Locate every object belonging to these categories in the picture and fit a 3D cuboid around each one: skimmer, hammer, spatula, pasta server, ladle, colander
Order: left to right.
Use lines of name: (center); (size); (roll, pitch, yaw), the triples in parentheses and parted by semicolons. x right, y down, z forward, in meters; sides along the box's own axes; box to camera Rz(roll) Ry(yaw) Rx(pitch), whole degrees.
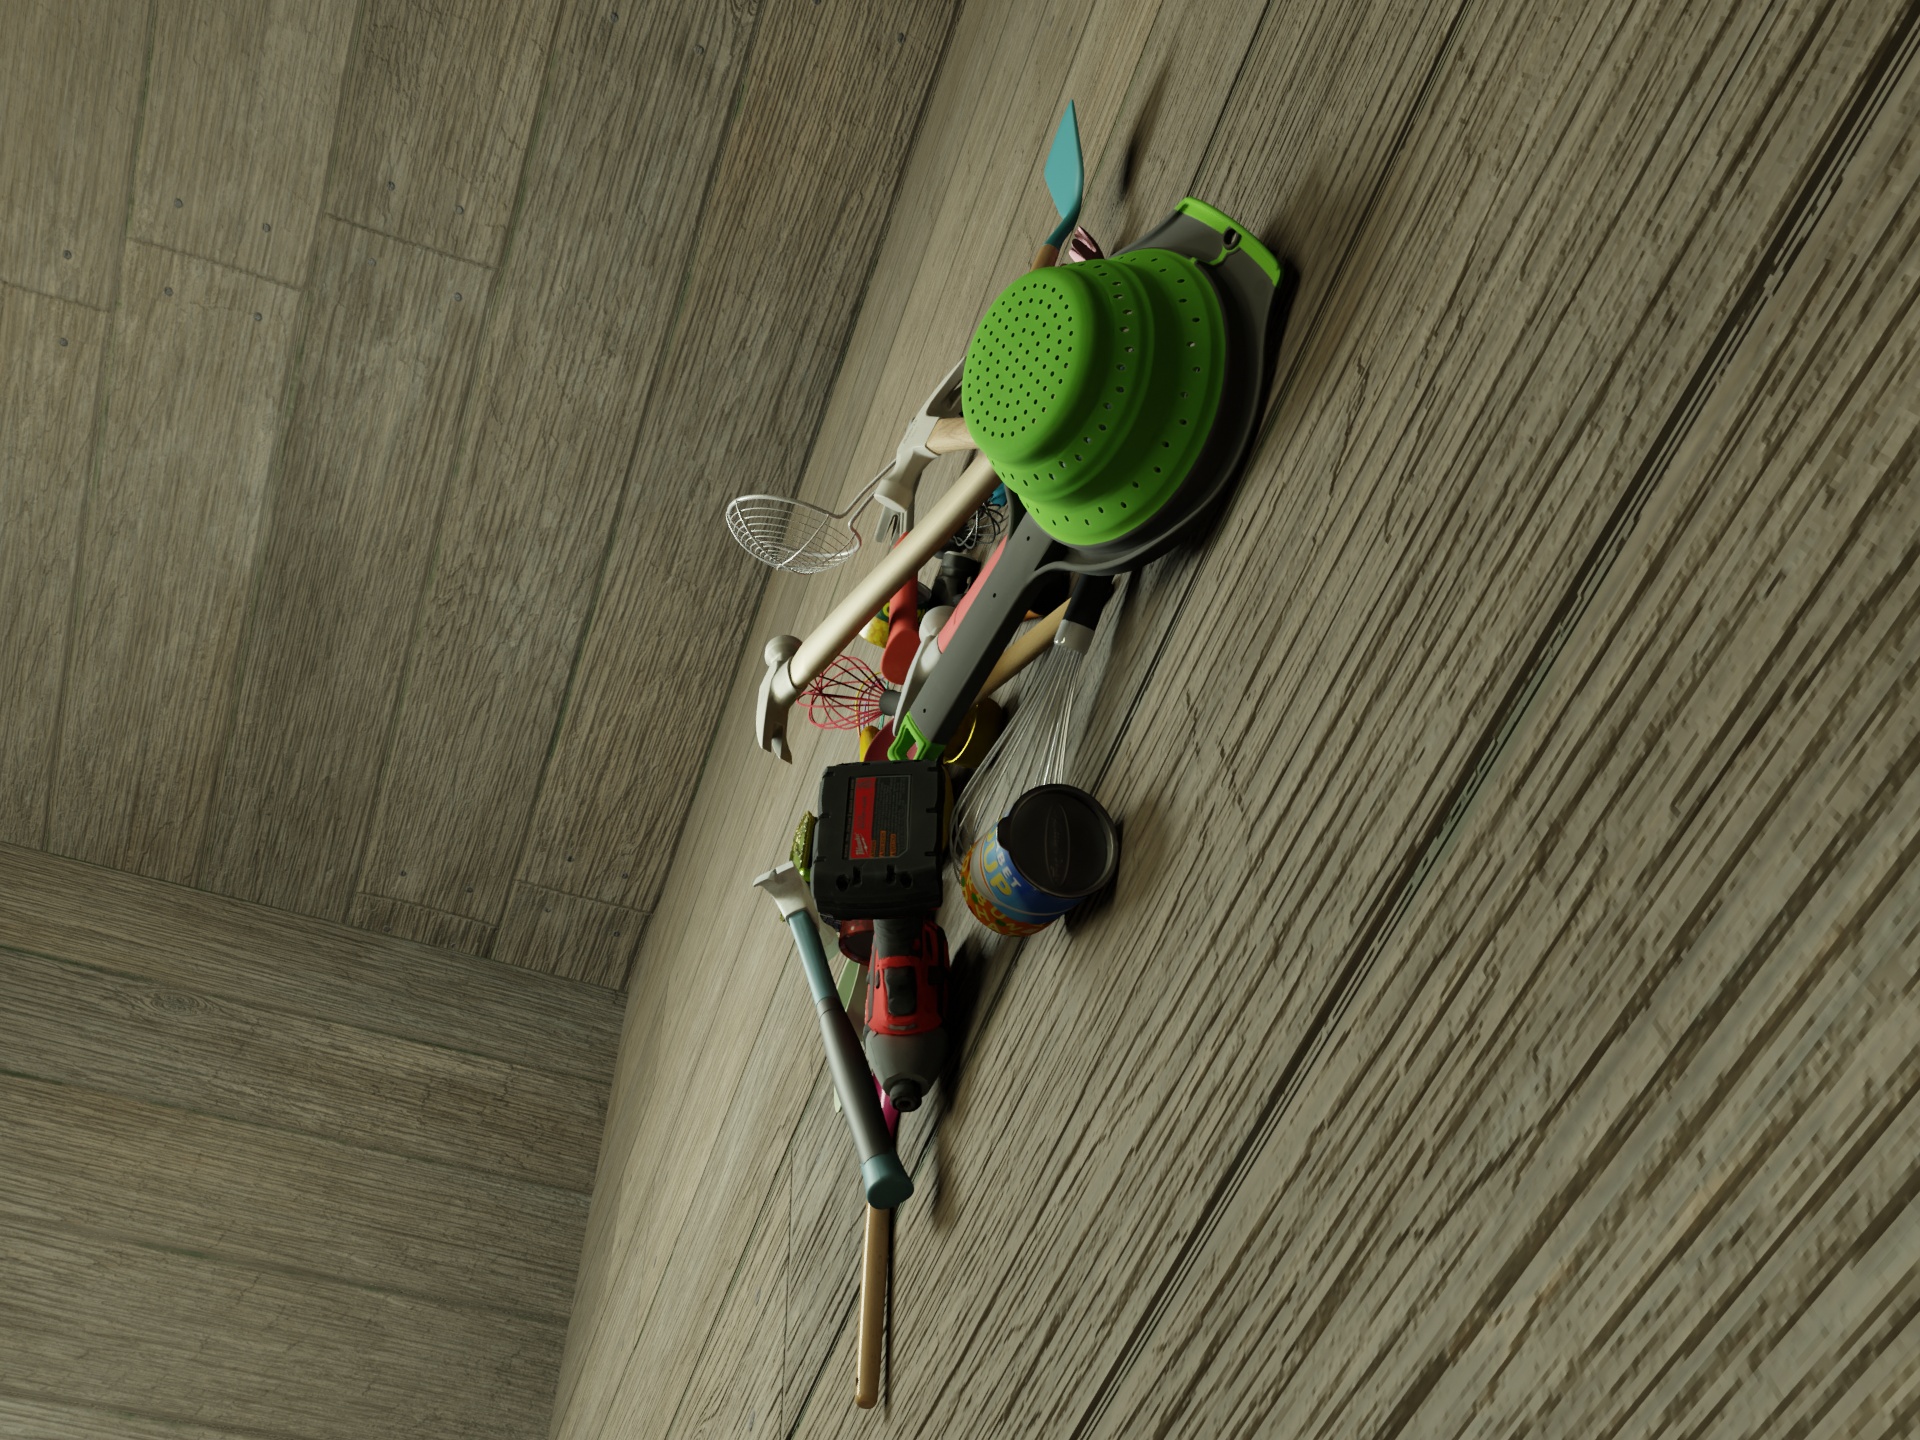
hammer: (-0.089, 0.218, 1.136); (0.128, 0.033, 0.331); (66, 177, -36)
skimmer: (-0.059, -0.256, 1.435); (0.363, 0.127, 0.090); (-40, 49, 19)
hammer: (-0.054, -0.141, 1.486); (0.359, 0.036, 0.149); (-91, 17, -53)
hammer: (-0.044, -0.129, 1.329); (0.410, 0.038, 0.146); (-44, 30, 31)
ladle: (0.015, -0.026, 1.139); (0.315, 0.031, 0.069); (-39, 32, 50)
hammer: (0.019, -0.086, 1.277); (0.337, 0.034, 0.127); (-177, 103, -77)
hammer: (0.036, -0.224, 1.207); (0.331, 0.031, 0.130); (12, 75, 62)
colander: (0.028, -0.128, 0.938); (0.397, 0.094, 0.205); (-58, 42, 24)
pasta server: (0.056, -0.283, 1.359); (0.316, 0.040, 0.060); (120, 173, -49)
spatula: (0.052, -0.355, 1.252); (0.082, 0.044, 0.318); (119, 173, -60)
hammer: (0.062, -0.141, 1.025); (0.386, 0.038, 0.143); (-54, 14, 37)

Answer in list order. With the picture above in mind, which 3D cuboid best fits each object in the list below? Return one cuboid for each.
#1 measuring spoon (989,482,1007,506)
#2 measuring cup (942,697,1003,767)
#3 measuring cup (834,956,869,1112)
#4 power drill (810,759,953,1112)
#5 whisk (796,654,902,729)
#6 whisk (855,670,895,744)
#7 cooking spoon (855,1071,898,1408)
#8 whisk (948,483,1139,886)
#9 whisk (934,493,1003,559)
measuring spoon: (0.043, -0.216, 1.356); (0.128, 0.021, 0.042); (153, 132, -74)
measuring cup: (-0.002, -0.004, 1.241); (0.062, 0.029, 0.157); (-68, 19, 8)
measuring cup: (-0.076, 0.246, 1.245); (0.168, 0.038, 0.083); (-91, 23, -57)
power drill: (-0.042, 0.142, 1.029); (0.143, 0.078, 0.219); (-89, -5, -48)
whisk: (-0.070, -0.018, 1.406); (0.296, 0.073, 0.073); (11, 85, 61)
whisk: (-0.087, 0.062, 1.519); (0.051, 0.047, 0.245); (133, 148, -60)
cooking spoon: (-0.057, 0.329, 1.117); (0.319, 0.017, 0.068); (-89, 20, -52)
whisk: (0.060, -0.021, 0.992); (0.070, 0.070, 0.284); (-167, 98, -77)
whisk: (-0.001, -0.172, 1.453); (0.239, 0.055, 0.055); (166, 119, -81)
